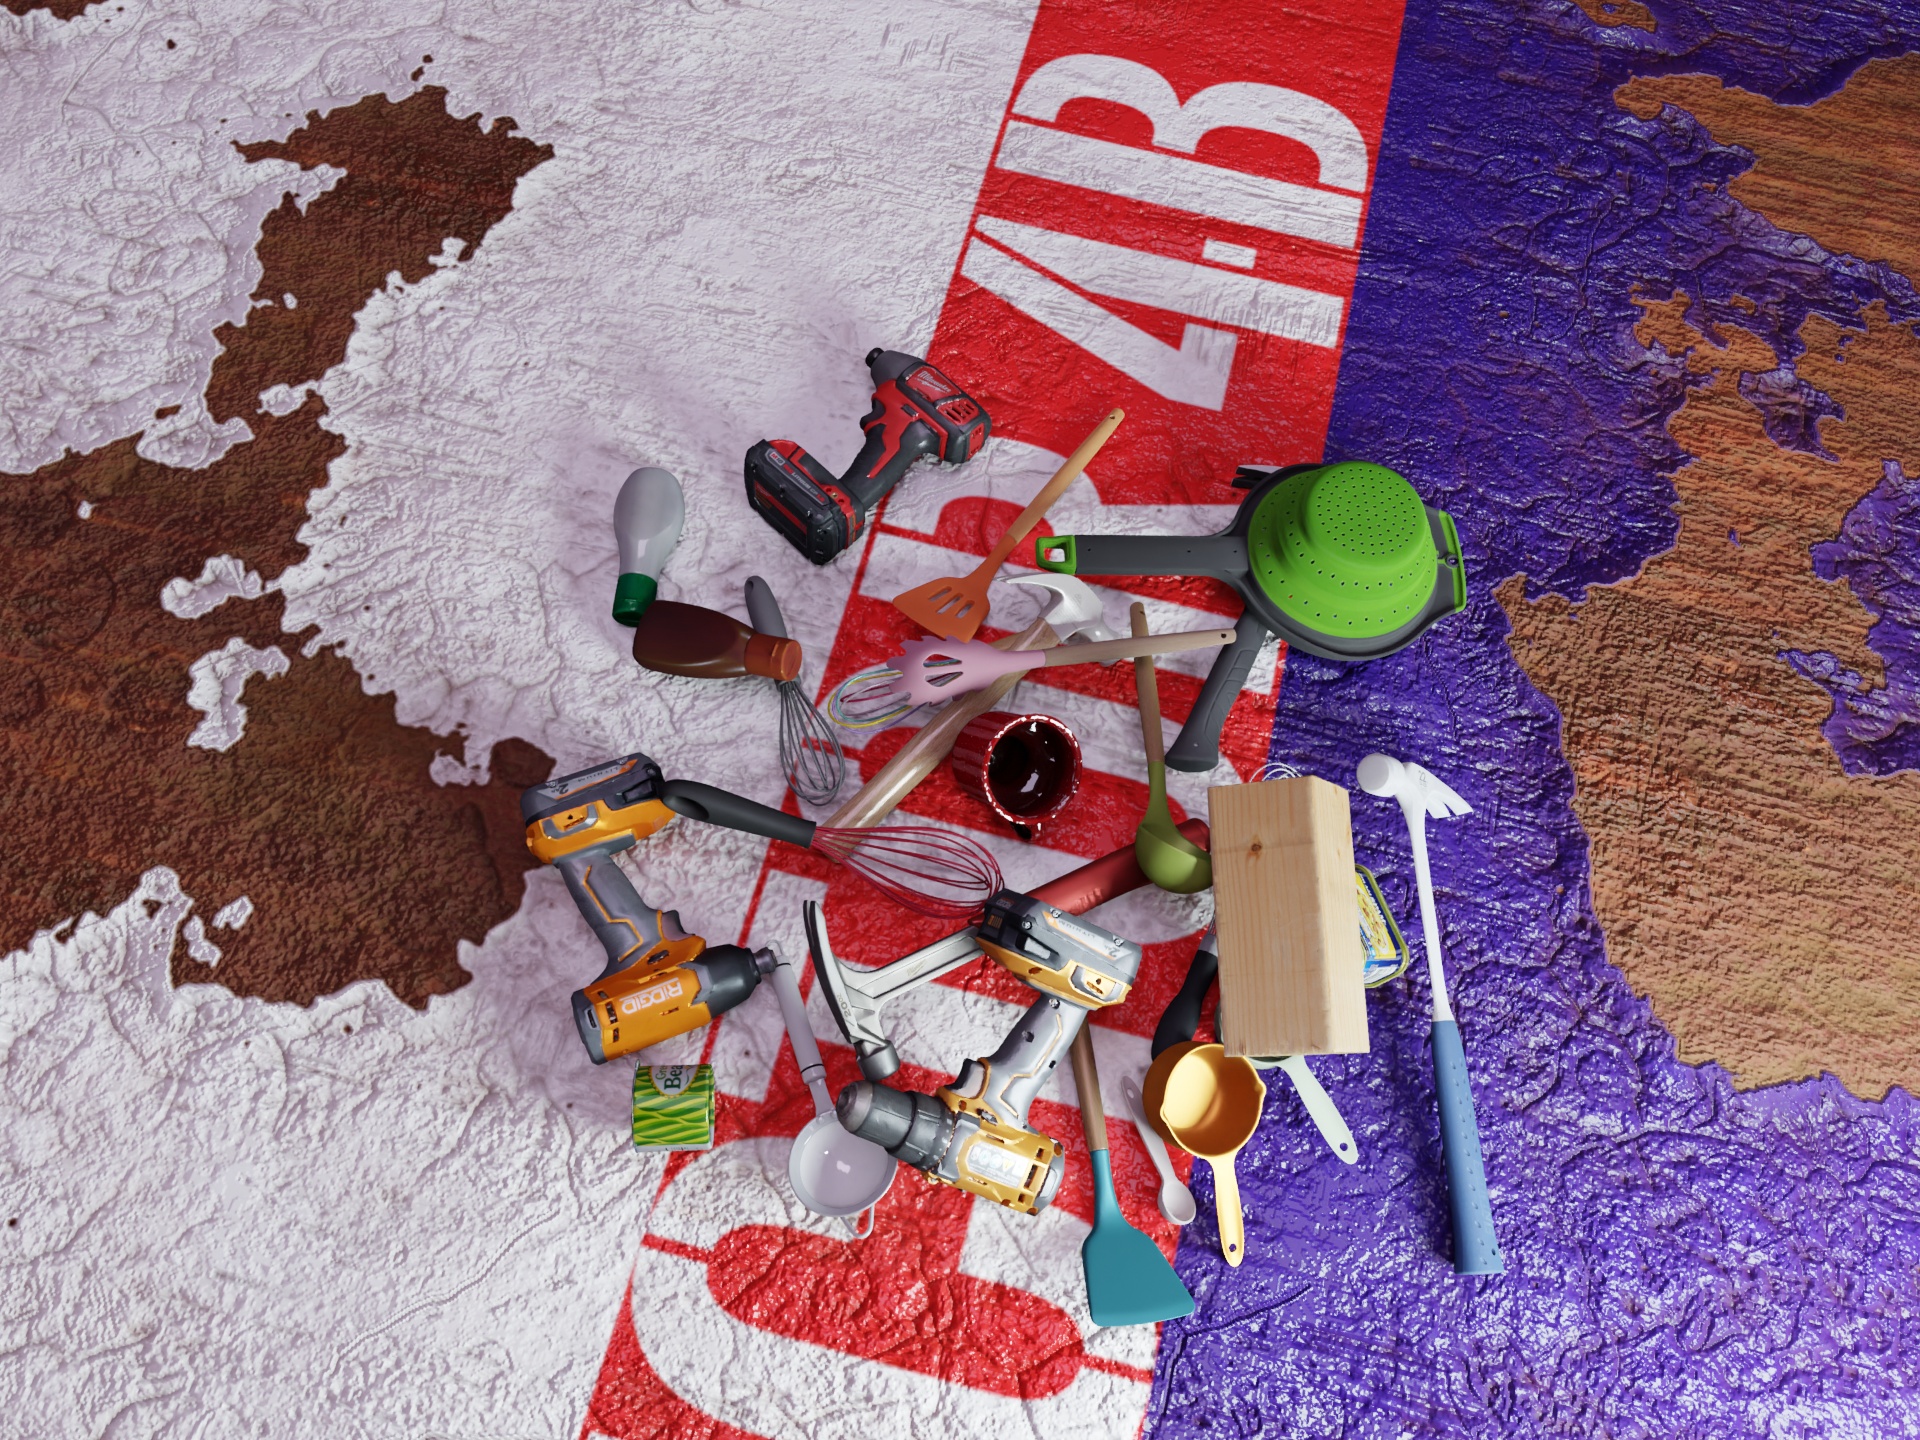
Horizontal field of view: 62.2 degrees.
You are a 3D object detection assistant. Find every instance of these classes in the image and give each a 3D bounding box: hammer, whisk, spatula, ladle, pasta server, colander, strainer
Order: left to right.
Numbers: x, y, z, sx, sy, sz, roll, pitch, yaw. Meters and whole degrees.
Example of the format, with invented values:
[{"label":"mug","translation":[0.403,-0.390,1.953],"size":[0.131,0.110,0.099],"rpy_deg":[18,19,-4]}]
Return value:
[{"label":"whisk","translation":[-0.152,-0.030,1.401],"size":[0.055,0.055,0.239],"rpy_deg":[-16,62,-10]},{"label":"strainer","translation":[-0.112,0.288,1.259],"size":[0.087,0.050,0.259],"rpy_deg":[-21,62,-3]},{"label":"whisk","translation":[-0.103,0.100,1.301],"size":[0.295,0.073,0.073],"rpy_deg":[18,65,-10]},{"label":"whisk","translation":[-0.006,-0.049,1.415],"size":[0.245,0.051,0.047],"rpy_deg":[-21,24,-18]},{"label":"hammer","translation":[-0.002,-0.004,1.381],"size":[0.331,0.031,0.130],"rpy_deg":[-44,111,-14]},{"label":"hammer","translation":[0.051,0.149,1.289],"size":[0.359,0.037,0.149],"rpy_deg":[-22,95,-24]},{"label":"spatula","translation":[0.061,-0.190,1.485],"size":[0.081,0.041,0.323],"rpy_deg":[33,67,16]},{"label":"pasta server","translation":[0.092,-0.057,1.371],"size":[0.316,0.040,0.060],"rpy_deg":[-8,93,-19]},{"label":"spatula","translation":[0.110,0.312,1.257],"size":[0.082,0.044,0.318],"rpy_deg":[-3,64,-14]},{"label":"ladle","translation":[0.173,0.011,1.357],"size":[0.078,0.062,0.320],"rpy_deg":[23,45,-26]},{"label":"whisk","translation":[0.225,0.162,1.328],"size":[0.070,0.070,0.285],"rpy_deg":[25,72,8]},{"label":"hammer","translation":[0.265,-0.094,1.456],"size":[0.146,0.035,0.335],"rpy_deg":[26,67,8]},{"label":"colander","translation":[0.268,-0.164,1.415],"size":[0.397,0.094,0.205],"rpy_deg":[0,66,-4]},{"label":"hammer","translation":[0.393,0.233,1.288],"size":[0.144,0.035,0.406],"rpy_deg":[15,65,-46]}]

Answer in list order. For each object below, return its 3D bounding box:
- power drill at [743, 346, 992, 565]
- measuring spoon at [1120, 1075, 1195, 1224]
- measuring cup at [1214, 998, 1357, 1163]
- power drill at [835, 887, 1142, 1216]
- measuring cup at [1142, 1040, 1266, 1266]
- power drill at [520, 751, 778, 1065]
[{"label":"power drill","translation":[-0.092,-0.259,1.491],"size":[0.143,0.078,0.220],"rpy_deg":[43,68,15]},{"label":"measuring spoon","translation":[0.151,0.342,1.262],"size":[0.034,0.018,0.124],"rpy_deg":[5,52,-41]},{"label":"measuring cup","translation":[0.266,0.283,1.283],"size":[0.083,0.038,0.168],"rpy_deg":[-26,71,-14]},{"label":"power drill","translation":[0.022,0.244,1.210],"size":[0.185,0.084,0.226],"rpy_deg":[26,83,-21]},{"label":"measuring cup","translation":[0.193,0.338,1.252],"size":[0.095,0.052,0.173],"rpy_deg":[-8,90,-22]},{"label":"power drill","translation":[-0.255,0.147,1.295],"size":[0.164,0.084,0.227],"rpy_deg":[-19,72,-12]}]
